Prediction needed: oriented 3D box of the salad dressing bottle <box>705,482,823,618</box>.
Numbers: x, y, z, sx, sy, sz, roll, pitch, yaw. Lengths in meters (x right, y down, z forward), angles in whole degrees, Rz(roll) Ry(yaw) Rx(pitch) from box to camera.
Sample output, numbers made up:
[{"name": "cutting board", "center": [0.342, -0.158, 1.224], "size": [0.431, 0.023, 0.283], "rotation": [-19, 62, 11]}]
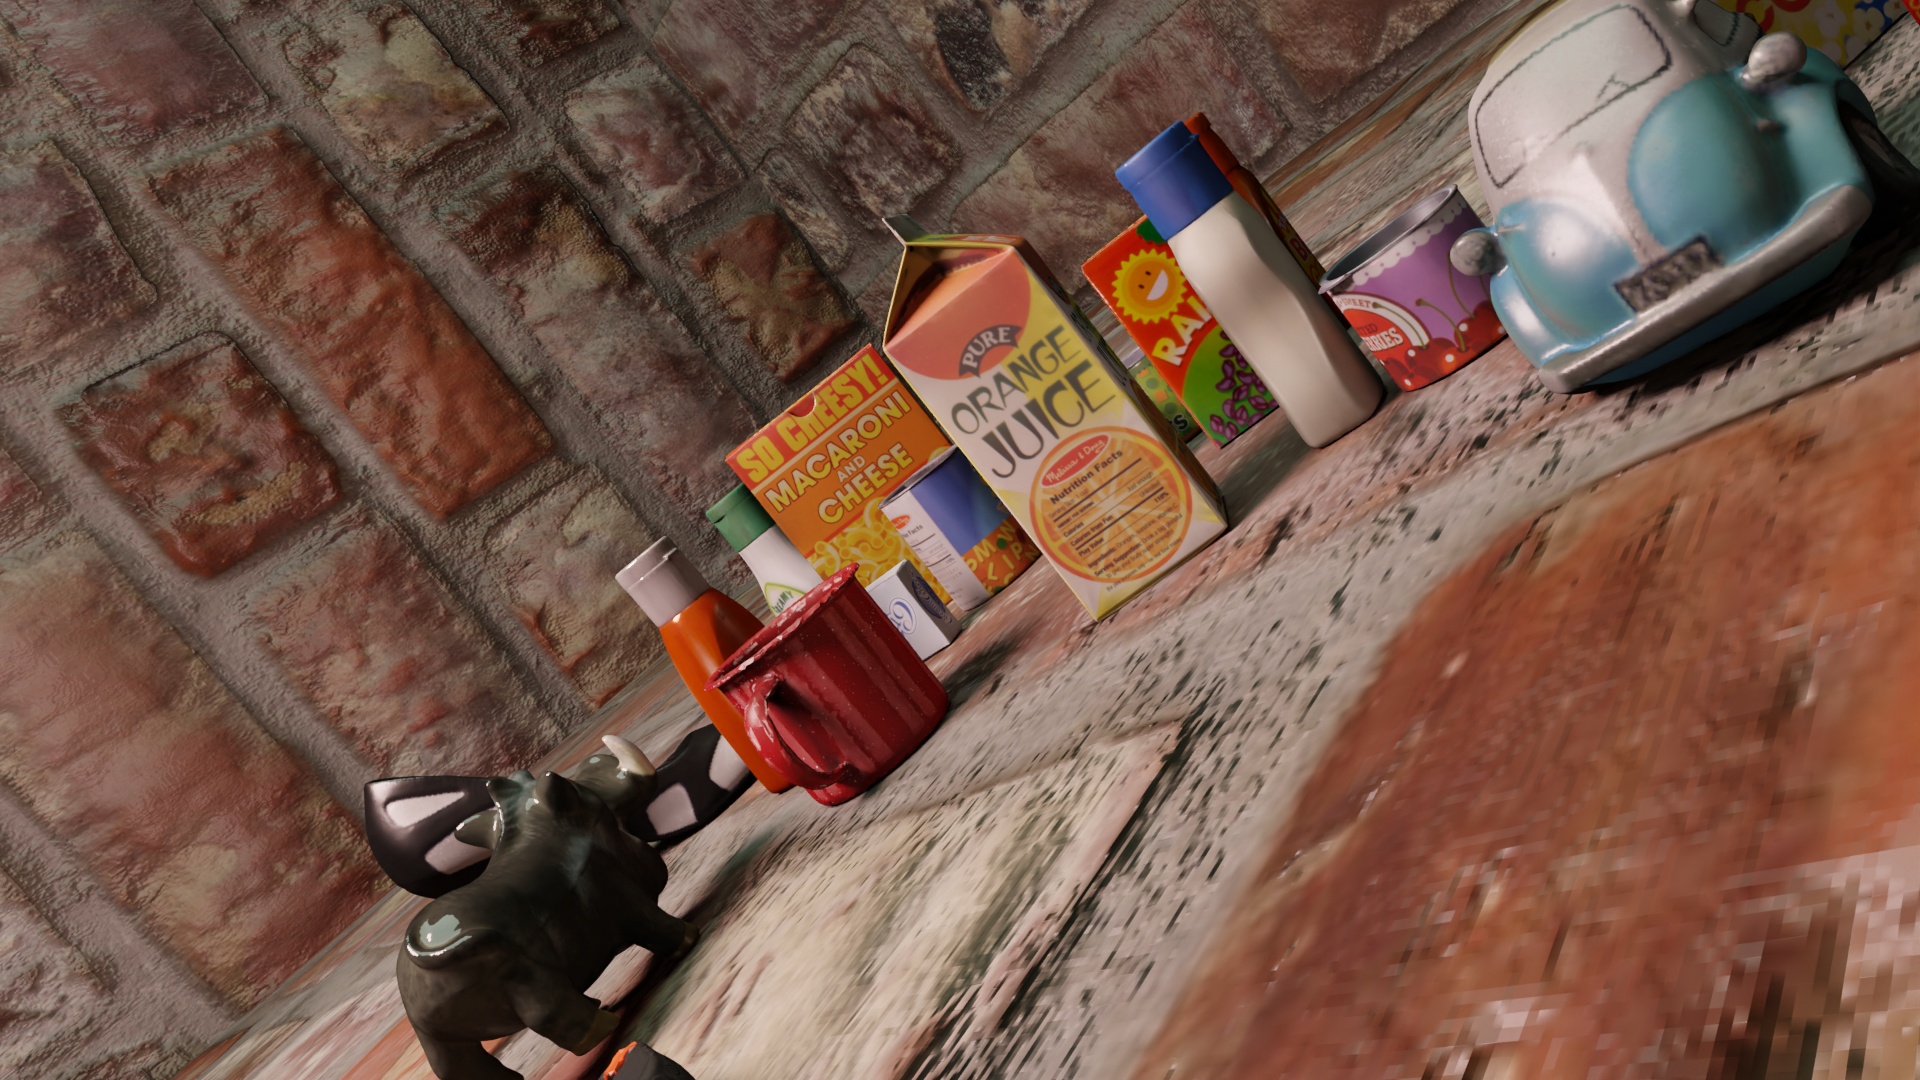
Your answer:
[{"name": "salad dressing bottle", "center": [-0.124, 0.026, 1.007], "size": [0.064, 0.147, 0.044], "rotation": [-32, 9, 45]}]

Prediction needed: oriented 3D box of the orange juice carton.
[{"name": "orange juice carton", "center": [0.031, -0.067, 0.613], "size": [0.073, 0.192, 0.072], "rotation": [-37, 7, 15]}]

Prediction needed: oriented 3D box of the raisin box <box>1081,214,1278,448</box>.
[{"name": "raisin box", "center": [0.134, -0.124, 0.742], "size": [0.086, 0.123, 0.040], "rotation": [-37, 7, 13]}]

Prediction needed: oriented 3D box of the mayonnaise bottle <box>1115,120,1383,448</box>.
[{"name": "mayonnaise bottle", "center": [0.125, -0.112, 0.603], "size": [0.041, 0.148, 0.065], "rotation": [-35, 7, 27]}]

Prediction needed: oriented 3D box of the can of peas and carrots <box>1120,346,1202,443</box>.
[{"name": "can of peas and carrots", "center": [0.118, -0.086, 0.849], "size": [0.071, 0.058, 0.071], "rotation": [-38, 7, 5]}]

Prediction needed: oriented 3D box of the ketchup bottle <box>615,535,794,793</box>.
[{"name": "ketchup bottle", "center": [-0.127, 0.065, 0.763], "size": [0.043, 0.148, 0.065], "rotation": [-35, 8, 32]}]

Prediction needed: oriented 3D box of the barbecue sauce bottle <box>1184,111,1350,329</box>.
[{"name": "barbecue sauce bottle", "center": [0.169, -0.177, 0.805], "size": [0.043, 0.148, 0.065], "rotation": [-36, 7, 23]}]

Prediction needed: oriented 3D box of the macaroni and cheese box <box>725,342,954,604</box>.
[{"name": "macaroni and cheese box", "center": [-0.055, -0.029, 0.923], "size": [0.124, 0.166, 0.040], "rotation": [-39, 6, 1]}]

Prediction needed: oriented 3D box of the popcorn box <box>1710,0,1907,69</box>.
[{"name": "popcorn box", "center": [0.303, -0.206, 0.553], "size": [0.127, 0.085, 0.038], "rotation": [-40, 7, -13]}]

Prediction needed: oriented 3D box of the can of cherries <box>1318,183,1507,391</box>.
[{"name": "can of cherries", "center": [0.191, -0.102, 0.576], "size": [0.071, 0.058, 0.071], "rotation": [-38, 7, 5]}]

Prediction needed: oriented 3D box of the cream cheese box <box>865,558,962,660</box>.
[{"name": "cream cheese box", "center": [-0.054, 0.059, 0.818], "size": [0.103, 0.053, 0.024], "rotation": [-35, 8, 29]}]

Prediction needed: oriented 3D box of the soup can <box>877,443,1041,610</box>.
[{"name": "soup can", "center": [0.003, -0.011, 0.850], "size": [0.071, 0.083, 0.071], "rotation": [-38, 7, 5]}]

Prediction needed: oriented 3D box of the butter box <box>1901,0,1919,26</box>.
[{"name": "butter box", "center": [0.313, -0.169, 0.400], "size": [0.104, 0.053, 0.024], "rotation": [-42, 7, -24]}]
